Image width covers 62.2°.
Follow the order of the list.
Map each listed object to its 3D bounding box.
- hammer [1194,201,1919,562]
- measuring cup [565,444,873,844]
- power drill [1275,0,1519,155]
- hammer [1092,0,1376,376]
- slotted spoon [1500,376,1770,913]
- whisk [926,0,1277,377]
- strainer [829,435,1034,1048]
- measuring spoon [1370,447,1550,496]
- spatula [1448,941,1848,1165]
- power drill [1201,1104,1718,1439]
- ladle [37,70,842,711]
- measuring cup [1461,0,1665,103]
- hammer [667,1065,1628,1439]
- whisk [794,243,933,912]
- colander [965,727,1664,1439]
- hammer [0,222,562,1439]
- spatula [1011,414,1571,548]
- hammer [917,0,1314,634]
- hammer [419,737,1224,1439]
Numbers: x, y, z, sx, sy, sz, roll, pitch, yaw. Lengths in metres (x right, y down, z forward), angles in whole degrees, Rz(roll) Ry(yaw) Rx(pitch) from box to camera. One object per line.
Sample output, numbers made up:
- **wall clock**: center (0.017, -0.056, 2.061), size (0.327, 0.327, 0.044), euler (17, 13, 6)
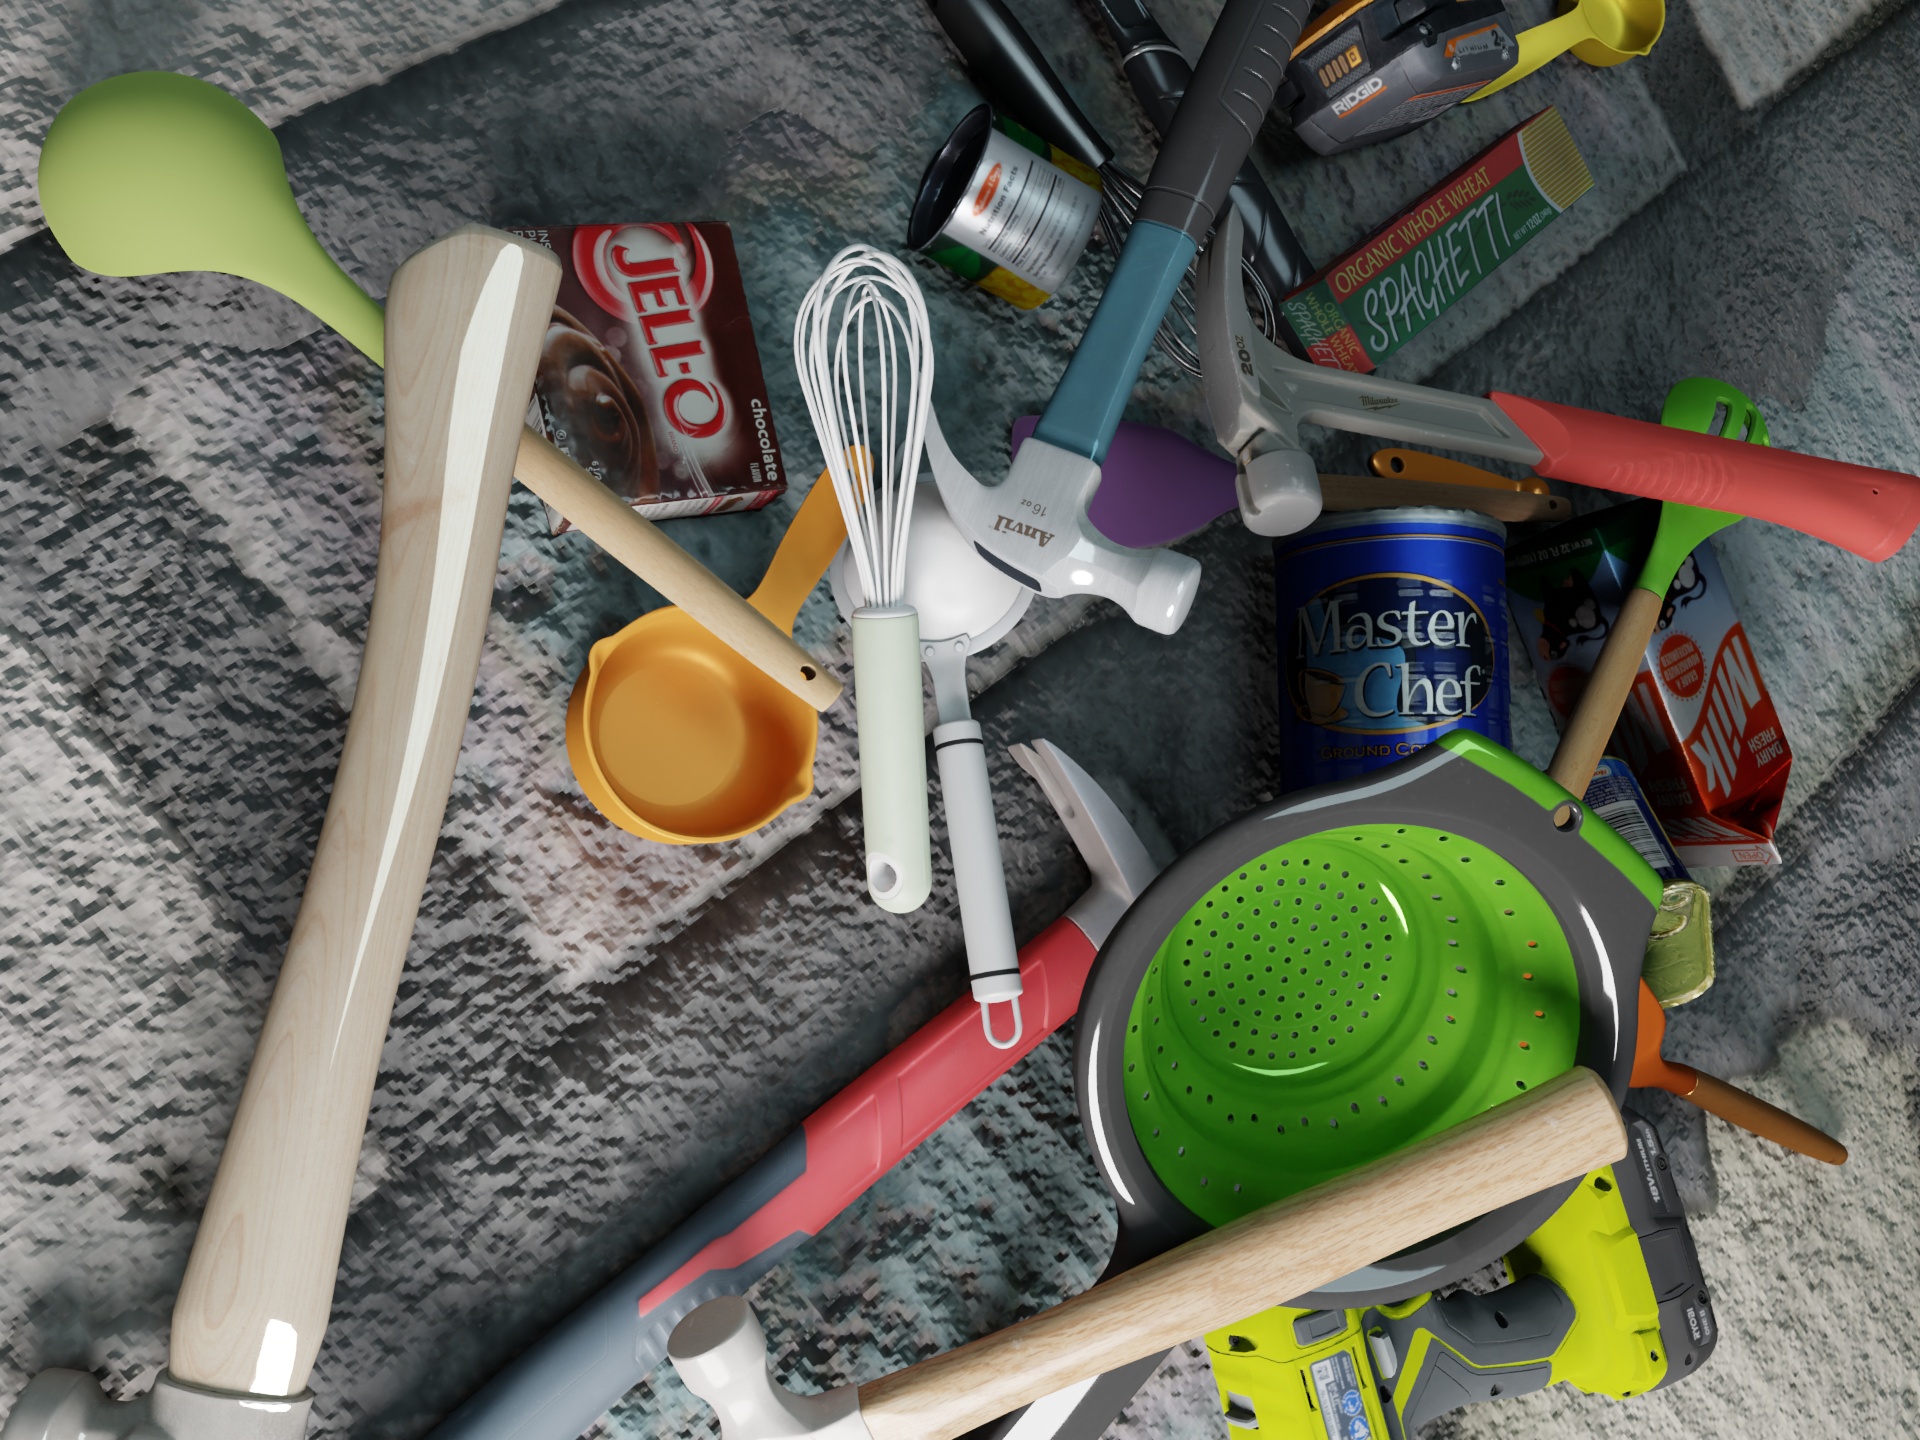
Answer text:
- **hammer**: center (0.271, -0.127, 0.695), size (0.359, 0.036, 0.149), euler (6, 61, -18)
- **measuring cup**: center (-0.084, -0.031, 0.608), size (0.095, 0.052, 0.174), euler (35, 68, -18)
- **power drill**: center (0.155, -0.385, 0.739), size (0.185, 0.084, 0.226), euler (-30, 95, -44)
- **hammer**: center (0.076, -0.321, 0.736), size (0.149, 0.036, 0.409), euler (-39, 100, -24)
- **slotted spoon**: center (0.310, -0.035, 0.736), size (0.070, 0.031, 0.314), euler (34, 74, -15)
- **whisk**: center (0.060, -0.247, 0.711), size (0.055, 0.055, 0.239), euler (-44, 98, -24)
- **strainer**: center (-0.001, -0.002, 0.624), size (0.087, 0.050, 0.258), euler (-10, 77, 2)
- **measuring spoon**: center (0.257, -0.123, 0.808), size (0.116, 0.011, 0.021), euler (6, 80, -25)
- **spatula**: center (0.359, 0.173, 0.776), size (0.322, 0.081, 0.041), euler (26, 32, -36)
- **power drill**: center (0.207, 0.241, 0.699), size (0.228, 0.080, 0.190), euler (-11, 82, -25)
- **ladle**: center (-0.172, -0.104, 0.552), size (0.320, 0.062, 0.078), euler (39, 69, -10)
- **measuring cup**: center (0.318, -0.369, 0.871), size (0.156, 0.029, 0.062), euler (-30, 97, -14)
- **hammer**: center (0.076, 0.203, 0.554), size (0.331, 0.031, 0.130), euler (-23, 105, 0)
- **whisk**: center (-0.028, -0.048, 0.585), size (0.059, 0.058, 0.246), euler (-17, 108, -53)
- **colander**: center (0.089, 0.173, 0.614), size (0.204, 0.094, 0.397), euler (35, 98, -13)
- **hammer**: center (-0.177, 0.049, 0.501), size (0.146, 0.038, 0.411), euler (12, 87, -5)
- **spatula**: center (0.167, -0.107, 0.757), size (0.315, 0.018, 0.060), euler (0, 84, -24)
- **hammer**: center (0.087, -0.201, 0.626), size (0.128, 0.033, 0.331), euler (21, 78, 14)
- **hammer**: center (-0.067, 0.161, 0.597), size (0.386, 0.038, 0.143), euler (-35, 97, -26)
